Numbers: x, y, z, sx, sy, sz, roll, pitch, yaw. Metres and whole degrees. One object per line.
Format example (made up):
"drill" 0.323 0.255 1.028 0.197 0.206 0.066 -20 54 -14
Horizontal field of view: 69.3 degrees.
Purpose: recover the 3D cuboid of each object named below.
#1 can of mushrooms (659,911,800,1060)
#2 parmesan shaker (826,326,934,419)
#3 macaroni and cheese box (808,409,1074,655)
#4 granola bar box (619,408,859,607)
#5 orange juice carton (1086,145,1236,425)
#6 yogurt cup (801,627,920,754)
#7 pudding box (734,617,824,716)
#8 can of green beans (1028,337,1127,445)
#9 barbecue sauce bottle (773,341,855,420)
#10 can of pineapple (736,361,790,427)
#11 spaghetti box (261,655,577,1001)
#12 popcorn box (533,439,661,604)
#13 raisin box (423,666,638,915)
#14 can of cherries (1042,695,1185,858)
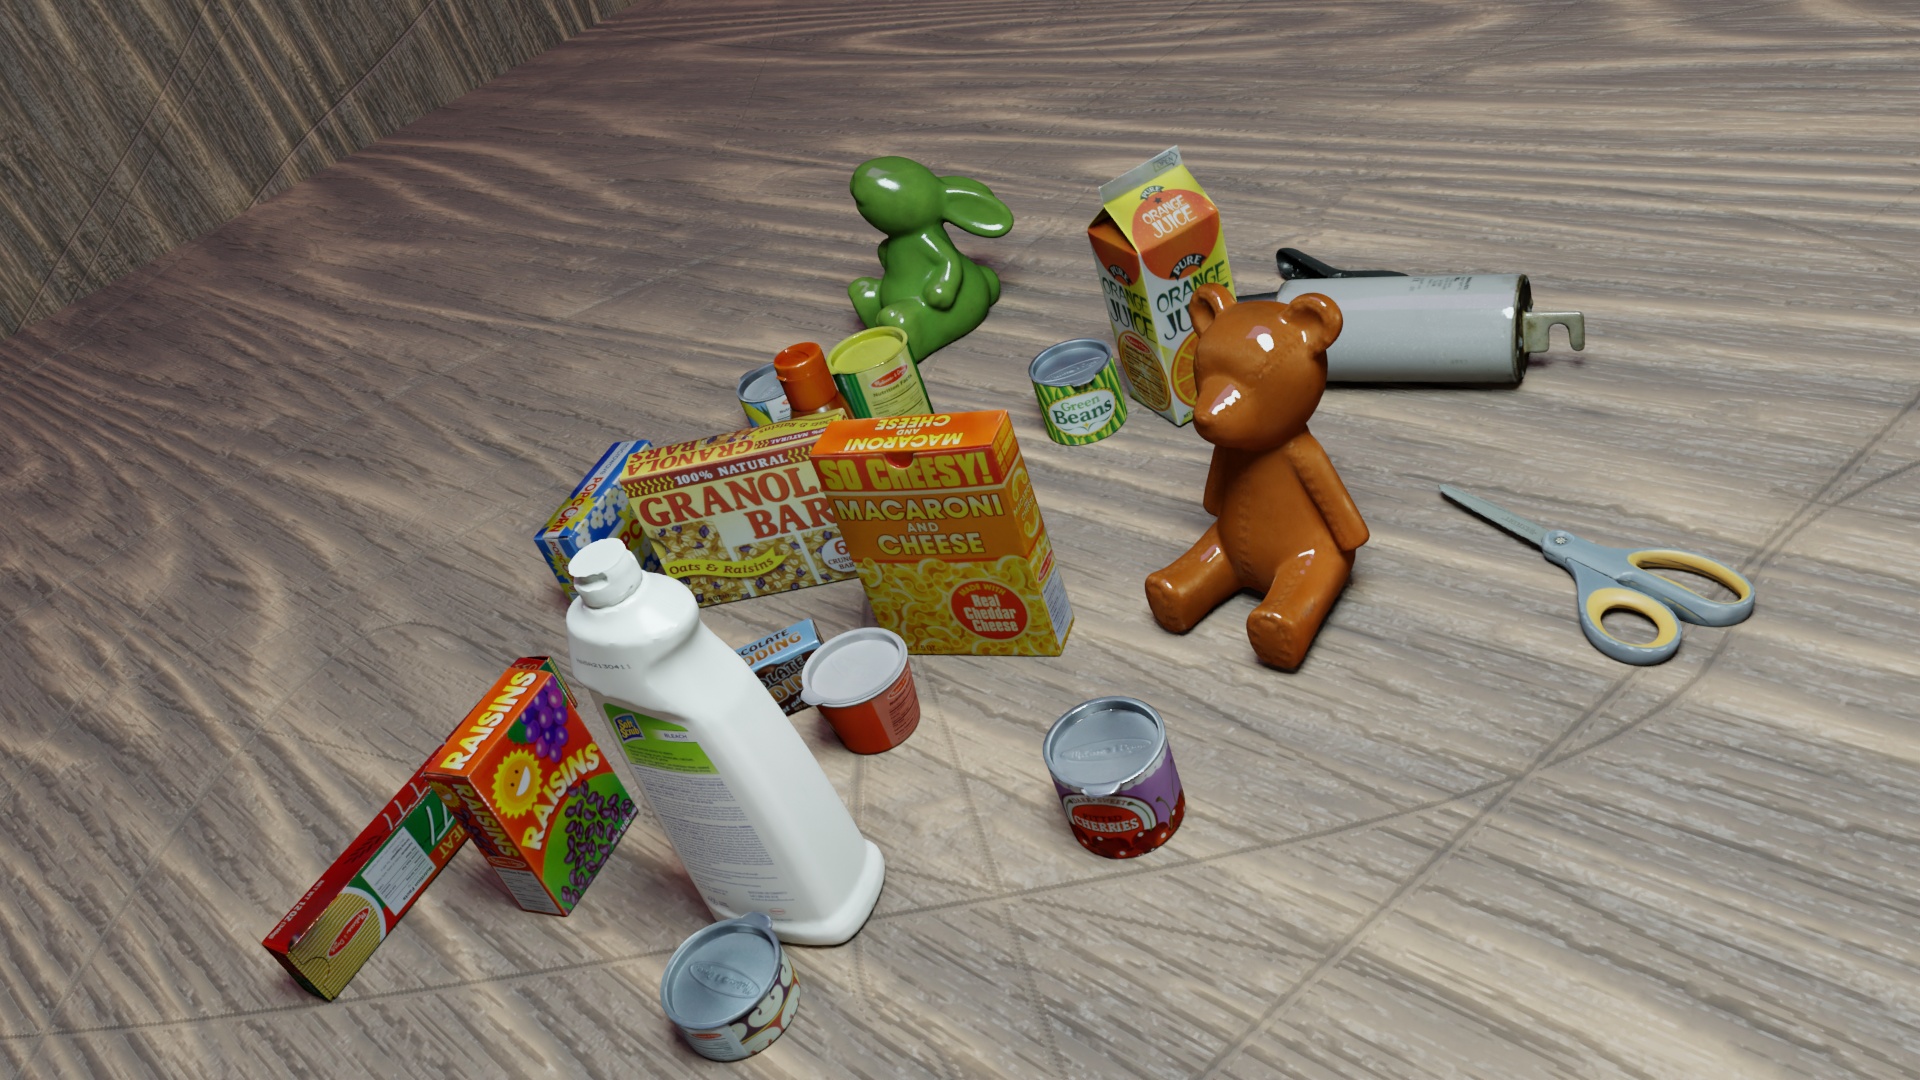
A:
"can of mushrooms" -0.118 0.232 0.725 0.071 0.033 0.071 -13 35 10
"parmesan shaker" -0.060 -0.107 1.100 0.071 0.102 0.072 -13 35 10
"macaroni and cheese box" -0.009 0.000 0.872 0.123 0.165 0.040 -2 38 25
"granola bar box" -0.144 -0.020 1.003 0.165 0.123 0.039 -11 35 13
"orange juice carton" 0.152 -0.189 1.028 0.072 0.191 0.073 -30 35 -14
"yogurt cup" -0.058 0.095 0.864 0.072 0.053 0.073 -13 35 10
"pudding box" -0.125 0.090 0.908 0.084 0.049 0.030 -23 34 -4
"can of green beans" 0.091 -0.115 1.075 0.071 0.057 0.071 -13 35 10
"barbecue sauce bottle" -0.097 -0.076 1.035 0.044 0.148 0.065 -38 38 -24
"can of pineapple" -0.153 -0.116 1.197 0.071 0.057 0.071 -13 35 10
"spaghetti box" -0.338 0.176 0.896 0.028 0.050 0.251 3 40 30
"popcorn box" -0.268 -0.009 1.083 0.038 0.085 0.127 -1 39 25
"raisin box" -0.252 0.149 0.825 0.040 0.122 0.086 1 40 28
"can of cherries" 0.083 0.129 0.745 0.071 0.058 0.072 -13 35 10
